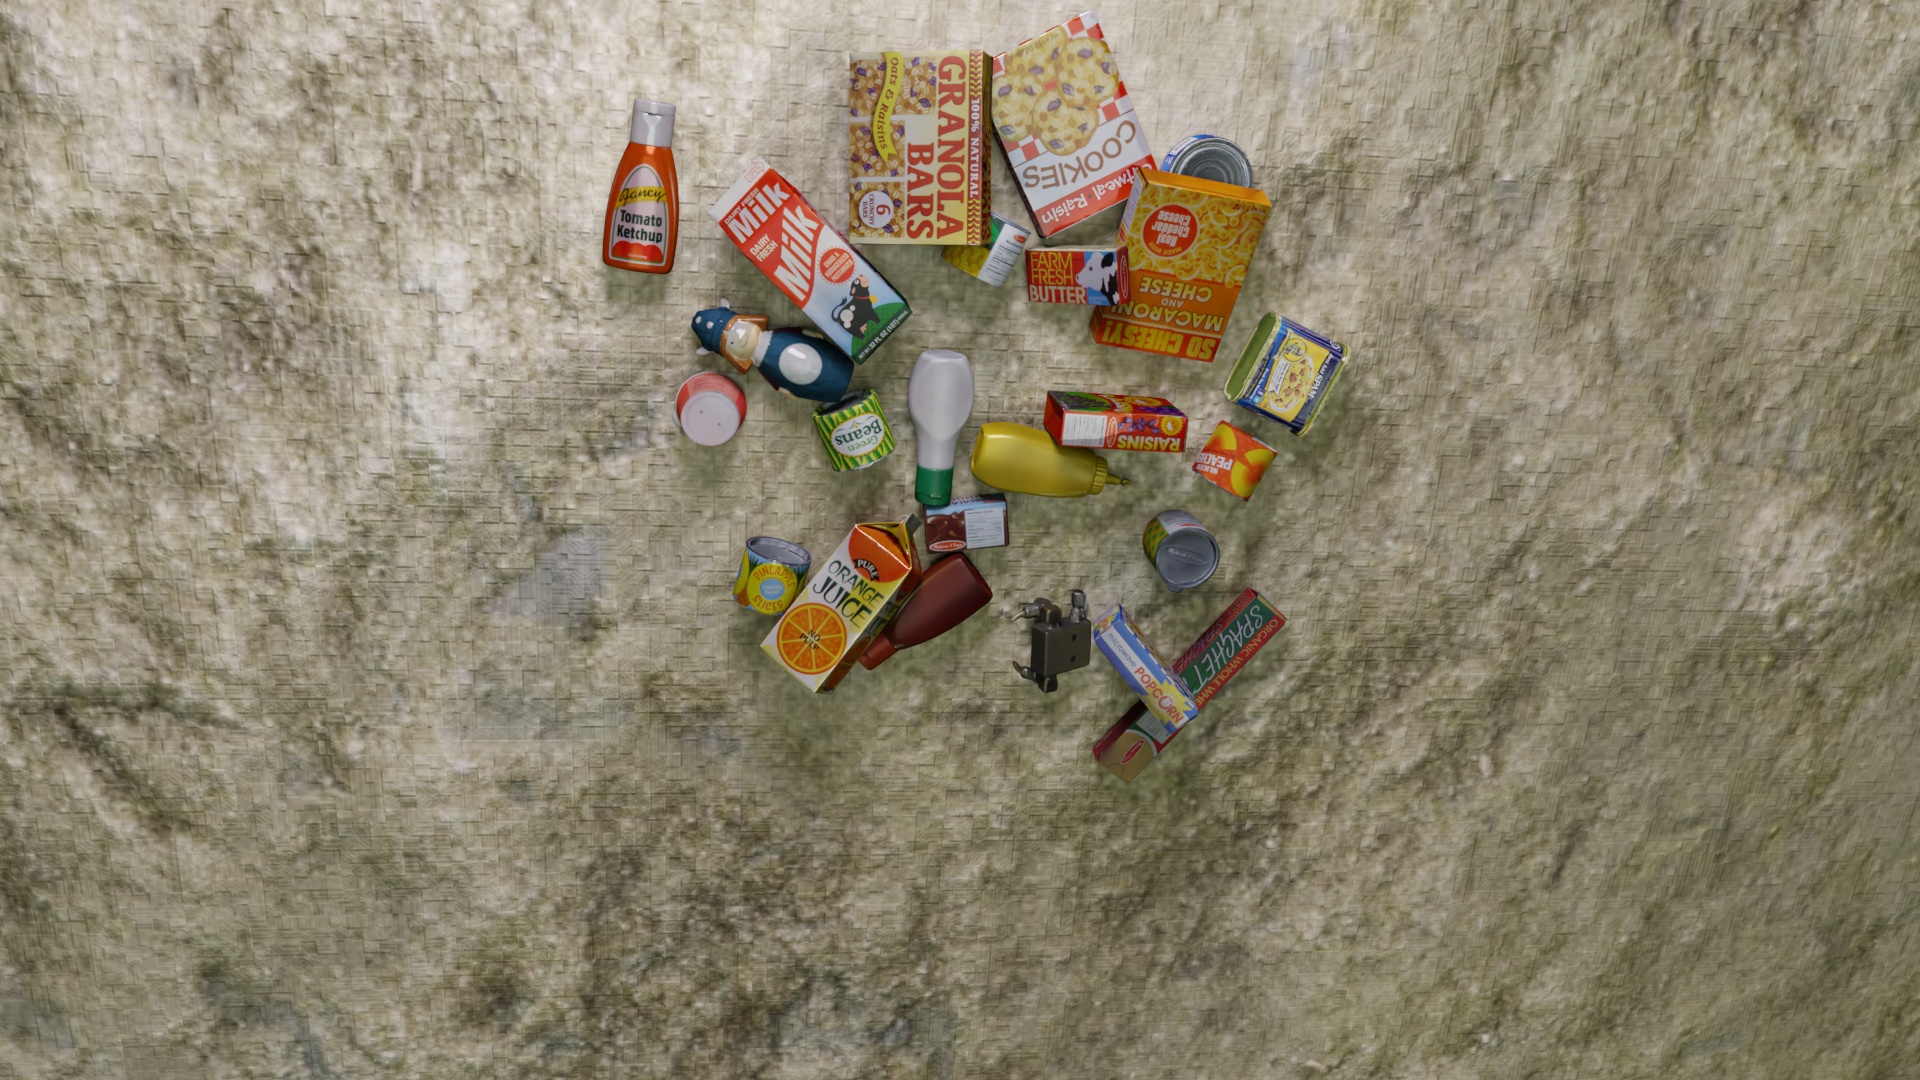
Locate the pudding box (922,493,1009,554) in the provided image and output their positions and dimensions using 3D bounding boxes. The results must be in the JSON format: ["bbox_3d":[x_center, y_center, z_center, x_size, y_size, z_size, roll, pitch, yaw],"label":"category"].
[{"bbox_3d":[0.005,-0.017,1.389,0.084,0.030,0.049,-6,111,-6],"label":"pudding box"}]

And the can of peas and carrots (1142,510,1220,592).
[{"bbox_3d":[0.223,0.011,1.414,0.071,0.059,0.070,-2,110,-7],"label":"can of peas and carrots"}]

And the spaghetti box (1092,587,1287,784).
[{"bbox_3d":[0.244,0.155,1.483,0.050,0.029,0.249,39,99,-18],"label":"spaghetti box"}]

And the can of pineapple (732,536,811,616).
[{"bbox_3d":[-0.184,0.036,1.359,0.071,0.071,0.057,14,107,-12],"label":"can of pineapple"}]

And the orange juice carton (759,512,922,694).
[{"bbox_3d":[-0.102,0.053,1.352,0.073,0.071,0.193,38,88,11],"label":"orange juice carton"}]

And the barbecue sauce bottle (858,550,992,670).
[{"bbox_3d":[-0.043,0.075,1.407,0.148,0.044,0.064,-36,110,6],"label":"barbecue sauce bottle"}]

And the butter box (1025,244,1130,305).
[{"bbox_3d":[0.109,-0.248,1.295,0.024,0.103,0.053,-28,119,-46],"label":"butter box"}]

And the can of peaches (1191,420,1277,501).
[{"bbox_3d":[0.272,-0.081,1.385,0.071,0.071,0.058,27,103,-16],"label":"can of peaches"}]

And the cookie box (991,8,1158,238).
[{"bbox_3d":[0.096,-0.379,1.274,0.123,0.040,0.167,-26,109,1],"label":"cookie box"}]

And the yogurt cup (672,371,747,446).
[{"bbox_3d":[-0.235,-0.121,1.307,0.072,0.054,0.072,-3,109,-8],"label":"yogurt cup"}]

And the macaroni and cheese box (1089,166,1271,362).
[{"bbox_3d":[0.204,-0.257,1.306,0.124,0.040,0.165,8,125,-11],"label":"macaroni and cheese box"}]

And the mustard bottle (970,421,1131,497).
[{"bbox_3d":[0.092,-0.072,1.372,0.160,0.049,0.065,13,114,-13],"label":"mustard bottle"}]

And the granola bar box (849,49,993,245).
[{"bbox_3d":[-0.035,-0.346,1.233,0.124,0.039,0.165,3,100,15],"label":"granola bar box"}]

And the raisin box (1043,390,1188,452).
[{"bbox_3d":[0.149,-0.115,1.346,0.123,0.086,0.040,3,107,-9],"label":"raisin box"}]

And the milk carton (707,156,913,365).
[{"bbox_3d":[-0.136,-0.255,1.264,0.072,0.073,0.190,-45,108,8],"label":"milk carton"}]

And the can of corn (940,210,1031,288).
[{"bbox_3d":[0.021,-0.275,1.286,0.071,0.071,0.058,24,105,-15],"label":"can of corn"}]

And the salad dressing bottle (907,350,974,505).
[{"bbox_3d":[-0.022,-0.108,1.348,0.064,0.044,0.147,2,110,-11],"label":"salad dressing bottle"}]

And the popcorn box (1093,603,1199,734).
[{"bbox_3d":[0.188,0.130,1.420,0.038,0.085,0.126,-39,93,8],"label":"popcorn box"}]

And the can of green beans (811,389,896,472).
[{"bbox_3d":[-0.101,-0.105,1.324,0.071,0.071,0.057,-21,110,0],"label":"can of green beans"}]

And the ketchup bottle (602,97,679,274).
[{"bbox_3d":[-0.281,-0.316,1.239,0.065,0.044,0.148,7,107,-10],"label":"ketchup bottle"}]
